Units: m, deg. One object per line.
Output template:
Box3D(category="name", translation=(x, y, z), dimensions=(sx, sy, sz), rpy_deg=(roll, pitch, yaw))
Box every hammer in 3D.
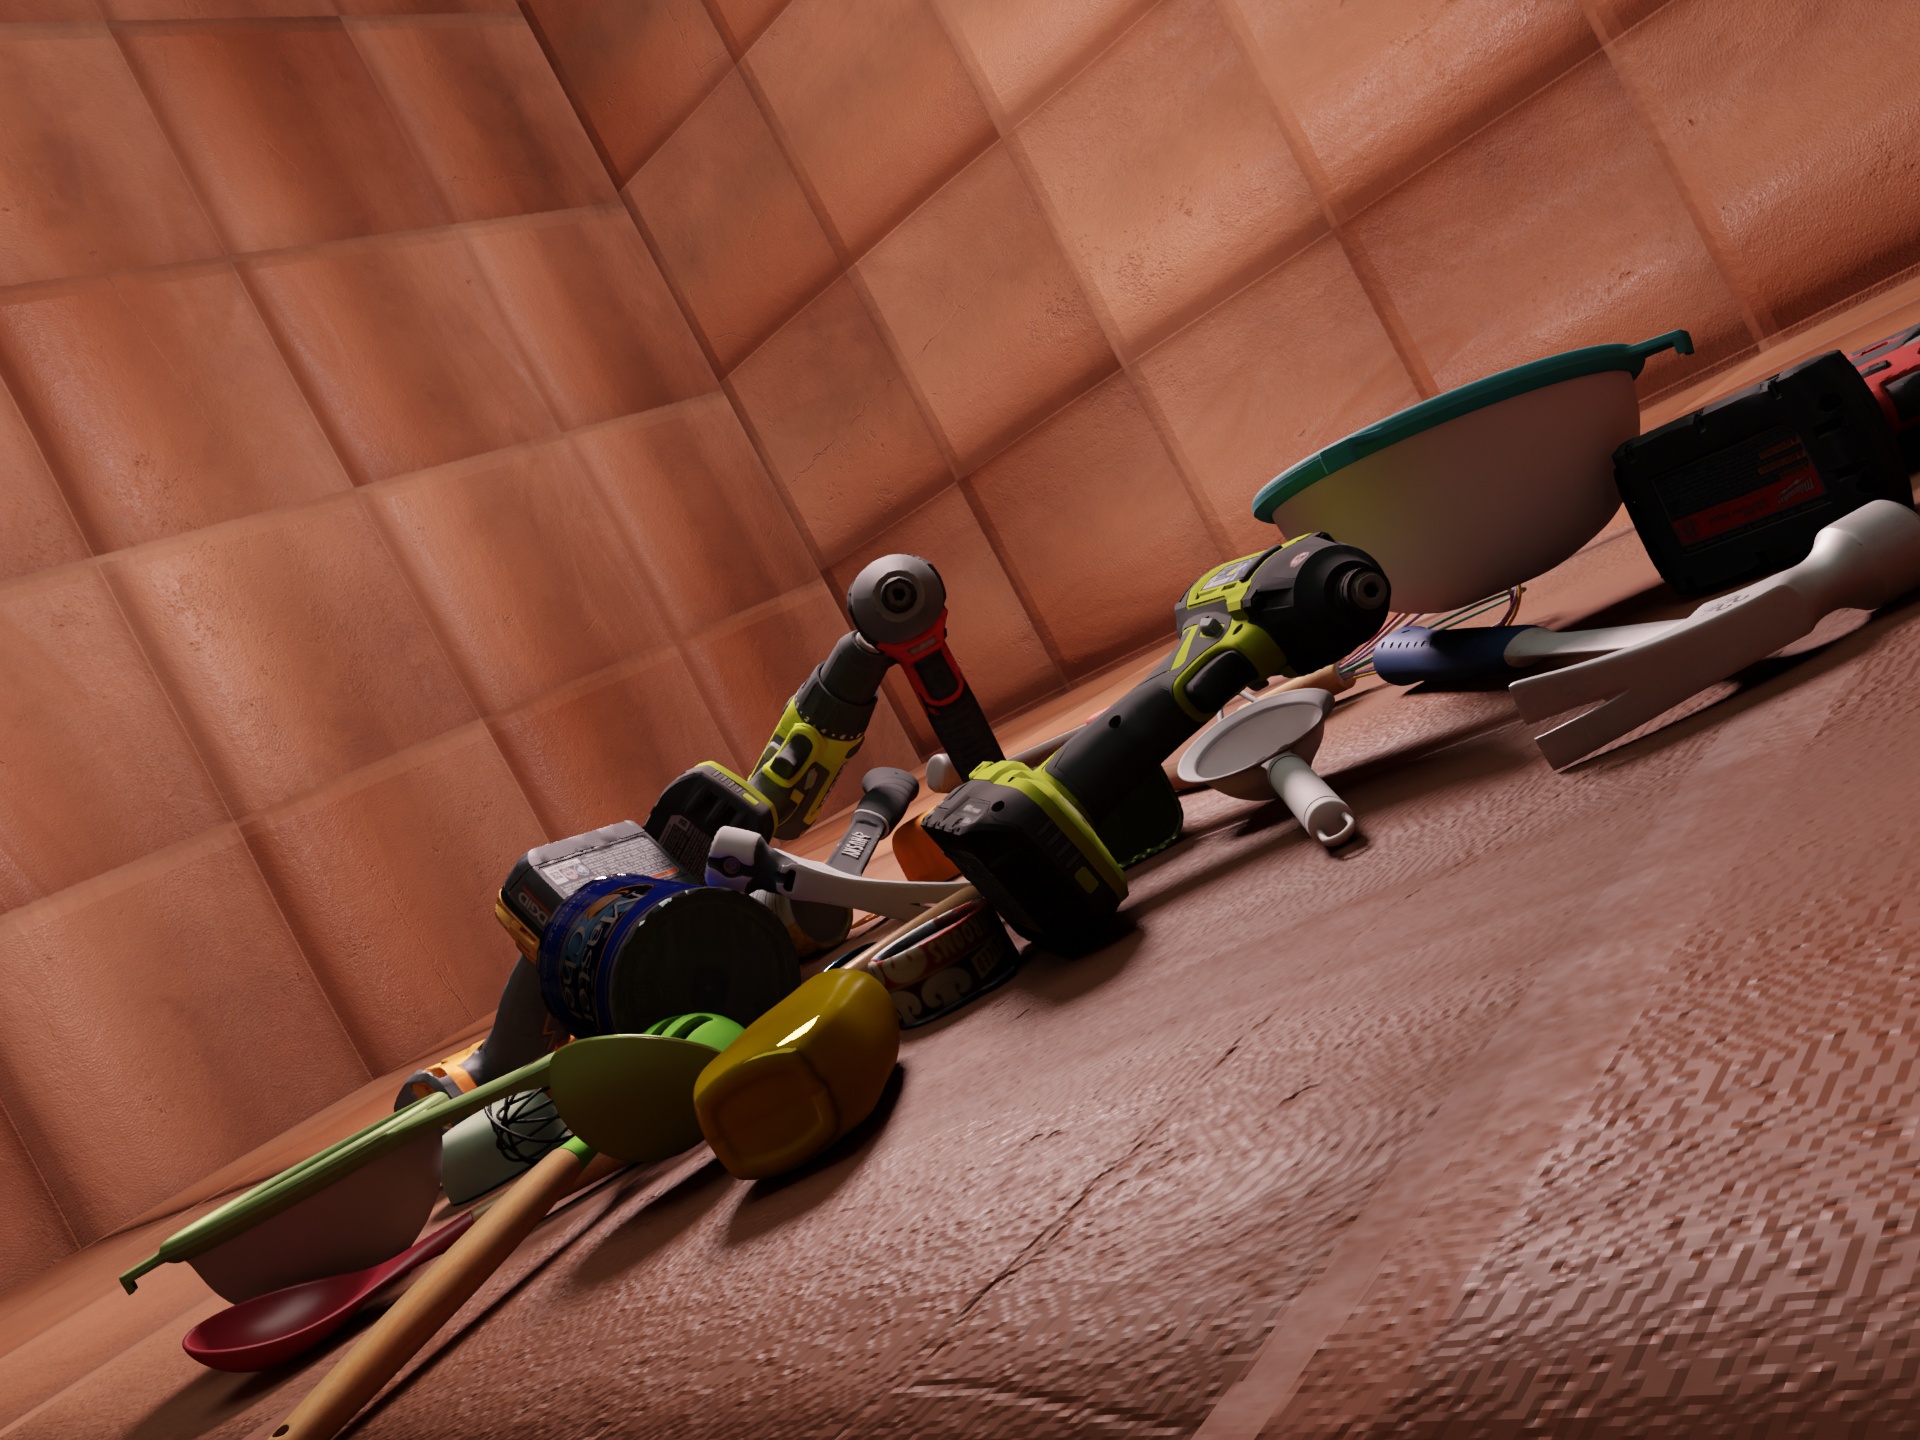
Box3D(category="hammer", translation=(0.129, -0.002, 1.173), dimensions=(0.149, 0.037, 0.359), rpy_deg=(0, -16, -35))
Box3D(category="hammer", translation=(0.262, -0.032, 0.737), dimensions=(0.144, 0.035, 0.405), rpy_deg=(-28, 1, -1))
Box3D(category="hammer", translation=(-0.057, 0.073, 1.069), dimensions=(0.149, 0.036, 0.409), rpy_deg=(13, 6, 2))

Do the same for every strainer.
Box3D(category="strainer", translation=(-0.277, 0.234, 0.794), dimensions=(0.256, 0.069, 0.151), rpy_deg=(-27, -1, 23))
Box3D(category="strainer", translation=(0.266, -0.103, 0.906), dimensions=(0.211, 0.095, 0.340), rpy_deg=(-19, -6, -5))
Box3D(category="strainer", translation=(0.150, 0.026, 0.735), dimensions=(0.087, 0.050, 0.258), rpy_deg=(-29, 7, 6))

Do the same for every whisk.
Box3D(category="whisk", translation=(0.262, -0.042, 1.017), dimensions=(0.051, 0.047, 0.245), rpy_deg=(-30, -1, -38))
Box3D(category="whisk", translation=(-0.204, 0.207, 0.951), dimensions=(0.055, 0.055, 0.239), rpy_deg=(-28, -3, 20))

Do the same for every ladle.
Box3D(category="ladle", translation=(-0.200, 0.219, 0.738), dimensions=(0.315, 0.031, 0.069), rpy_deg=(-26, 8, -11))
Box3D(category="ladle", translation=(-0.068, 0.121, 0.756), dimensions=(0.078, 0.062, 0.320), rpy_deg=(-22, 2, 33))

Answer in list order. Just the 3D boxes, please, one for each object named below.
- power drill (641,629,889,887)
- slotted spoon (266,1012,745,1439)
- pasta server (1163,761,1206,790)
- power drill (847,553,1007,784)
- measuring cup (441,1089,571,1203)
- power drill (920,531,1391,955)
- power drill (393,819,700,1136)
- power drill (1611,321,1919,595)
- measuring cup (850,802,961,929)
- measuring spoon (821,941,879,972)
Box3D(category="power drill", translation=(-0.136, 0.042, 1.135), dimensions=(0.190, 0.080, 0.228), rpy_deg=(-58, -5, 34))
Box3D(category="slotted spoon", translation=(-0.174, 0.195, 0.651), dimensions=(0.070, 0.031, 0.314), rpy_deg=(-14, 13, 24))
Box3D(category="pasta server", translation=(0.124, 0.033, 1.040), dimensions=(0.060, 0.040, 0.316), rpy_deg=(-19, -1, -22))
Box3D(category="power drill", translation=(-0.002, -0.003, 0.996), dimensions=(0.078, 0.219, 0.143), rpy_deg=(-28, 1, -3))
Box3D(category="measuring cup", translation=(-0.267, 0.241, 0.973), dimensions=(0.083, 0.038, 0.167), rpy_deg=(-28, 3, 7))
Box3D(category="power drill", translation=(0.095, 0.002, 0.739), dimensions=(0.223, 0.080, 0.171), rpy_deg=(-43, 7, -10))
Box3D(category="power drill", translation=(-0.253, 0.175, 1.038), dimensions=(0.226, 0.084, 0.185), rpy_deg=(-58, -19, 23))
Box3D(category="power drill", translation=(0.442, -0.148, 0.751), dimensions=(0.226, 0.080, 0.188), rpy_deg=(-25, 0, -33))
Box3D(category="measuring cup", translation=(-0.035, 0.104, 1.209), dimensions=(0.095, 0.052, 0.173), rpy_deg=(-27, 0, 42))
Box3D(category="measuring spoon", translation=(-0.066, 0.155, 0.832), dimensions=(0.042, 0.021, 0.129), rpy_deg=(-26, 11, 20))
